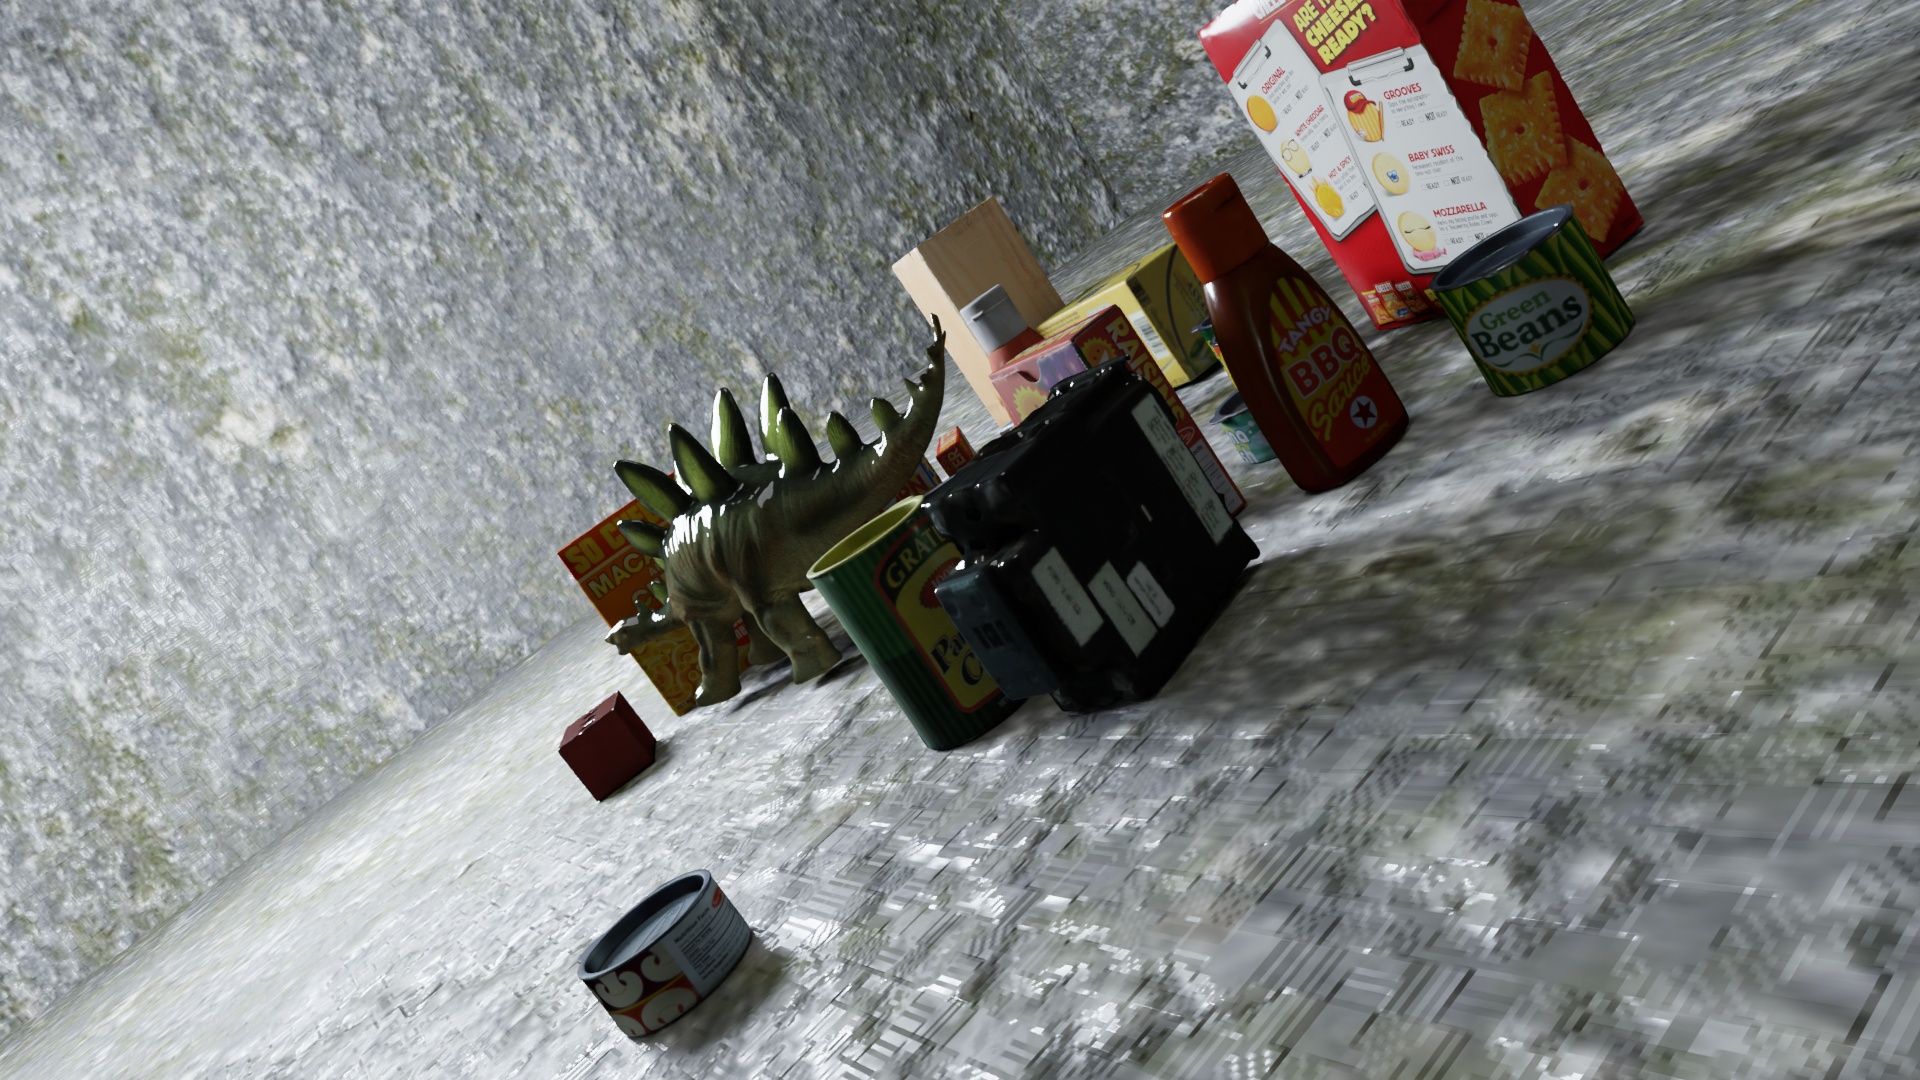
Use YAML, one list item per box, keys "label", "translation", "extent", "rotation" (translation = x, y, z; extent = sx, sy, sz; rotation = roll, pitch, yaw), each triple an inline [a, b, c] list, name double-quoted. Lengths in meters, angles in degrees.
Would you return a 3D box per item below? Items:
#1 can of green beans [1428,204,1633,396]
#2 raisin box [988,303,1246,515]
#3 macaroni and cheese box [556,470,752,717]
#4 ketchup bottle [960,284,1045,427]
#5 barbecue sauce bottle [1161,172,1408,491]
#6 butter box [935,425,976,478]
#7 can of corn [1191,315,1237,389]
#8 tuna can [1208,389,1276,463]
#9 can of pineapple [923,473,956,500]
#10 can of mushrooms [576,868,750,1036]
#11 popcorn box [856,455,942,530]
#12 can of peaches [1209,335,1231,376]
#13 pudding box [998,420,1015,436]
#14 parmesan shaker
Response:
- label: "can of green beans"
  translation: [0.250, -0.105, 0.610]
  extent: [0.071, 0.057, 0.071]
  rotation: [-33, 10, 7]
- label: "raisin box"
  translation: [0.079, -0.052, 0.720]
  extent: [0.040, 0.123, 0.086]
  rotation: [-39, 11, -26]
- label: "macaroni and cheese box"
  translation: [-0.231, 0.041, 1.141]
  extent: [0.124, 0.166, 0.040]
  rotation: [-36, 10, -7]
- label: "ketchup bottle"
  translation: [0.055, -0.116, 1.016]
  extent: [0.064, 0.148, 0.044]
  rotation: [-28, 12, 32]
- label: "barbecue sauce bottle"
  translation: [0.148, -0.099, 0.648]
  extent: [0.065, 0.148, 0.043]
  rotation: [-38, 11, -22]
- label: "butter box"
  translation: [0.002, -0.068, 1.231]
  extent: [0.024, 0.053, 0.104]
  rotation: [-33, 10, 8]
- label: "can of corn"
  translation: [0.195, -0.130, 0.900]
  extent: [0.071, 0.058, 0.071]
  rotation: [-33, 10, 7]
- label: "tuna can"
  translation: [0.175, -0.072, 0.766]
  extent: [0.071, 0.033, 0.071]
  rotation: [-33, 10, 7]
- label: "can of pineapple"
  translation: [0.003, -0.012, 0.958]
  extent: [0.071, 0.058, 0.071]
  rotation: [-33, 10, 7]
- label: "can of mushrooms"
  translation: [-0.125, 0.172, 0.581]
  extent: [0.071, 0.033, 0.071]
  rotation: [-33, 10, 7]
- label: "popcorn box"
  translation: [-0.075, -0.024, 1.184]
  extent: [0.126, 0.085, 0.038]
  rotation: [-33, 10, 8]
- label: "can of peaches"
  translation: [0.192, -0.111, 0.822]
  extent: [0.071, 0.058, 0.071]
  rotation: [-33, 10, 7]
- label: "pudding box"
  translation: [0.072, -0.091, 1.129]
  extent: [0.030, 0.049, 0.084]
  rotation: [-25, 13, 42]
- label: "parmesan shaker"
  translation: [-0.015, 0.038, 0.658]
  extent: [0.071, 0.103, 0.071]
  rotation: [-33, 10, 7]
